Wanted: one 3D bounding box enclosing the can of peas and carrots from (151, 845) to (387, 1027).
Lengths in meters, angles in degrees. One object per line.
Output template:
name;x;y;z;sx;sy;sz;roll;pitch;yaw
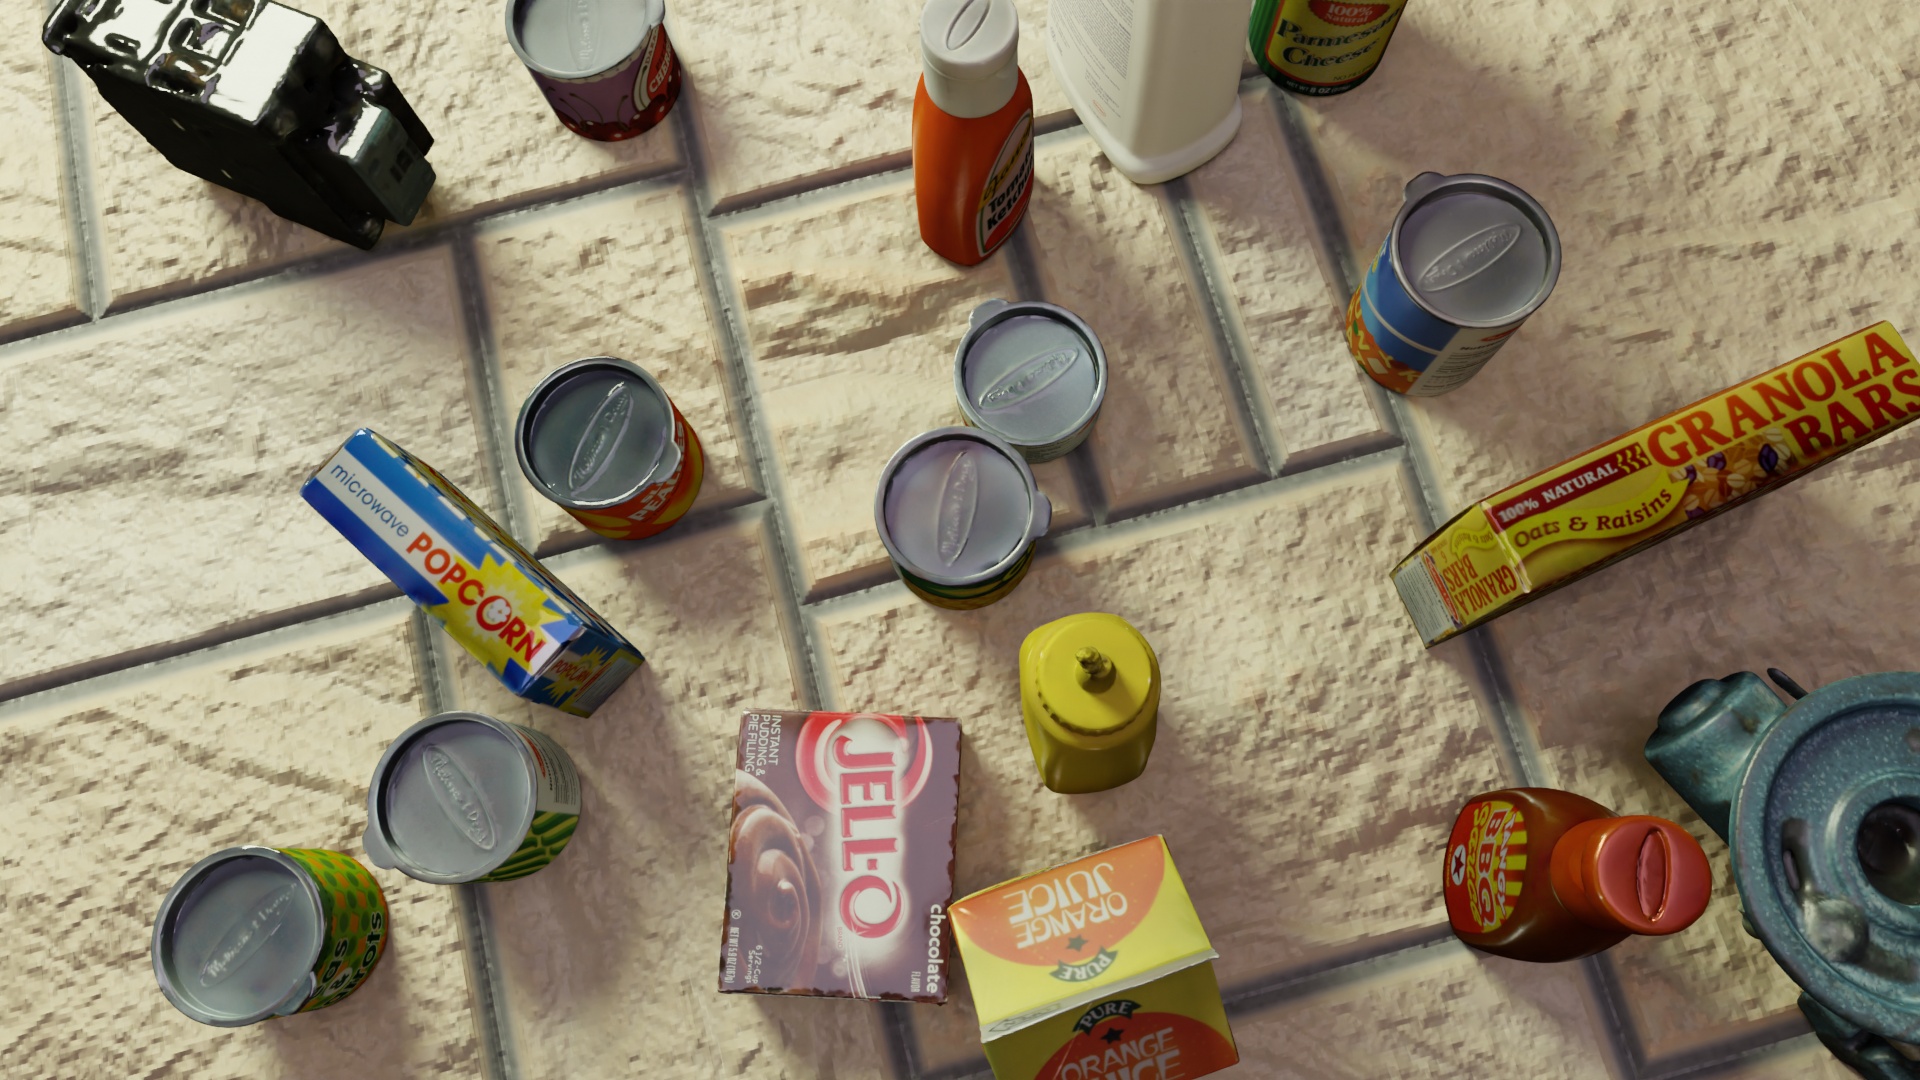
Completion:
can of peas and carrots;-0.268;0.156;0.549;0.071;0.058;0.071;0;76;2

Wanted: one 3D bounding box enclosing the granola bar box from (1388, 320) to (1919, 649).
granola bar box;0.262;-0.017;0.538;0.166;0.124;0.039;-24;77;-4

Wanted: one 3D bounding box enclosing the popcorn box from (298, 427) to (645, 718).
popcorn box;-0.196;0.015;0.567;0.127;0.085;0.038;40;81;10

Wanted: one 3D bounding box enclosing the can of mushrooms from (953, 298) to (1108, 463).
can of mushrooms;0.029;-0.070;0.607;0.071;0.033;0.071;0;76;2

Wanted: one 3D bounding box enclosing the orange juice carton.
orange juice carton;0.042;0.146;0.471;0.072;0.192;0.073;-18;77;-2

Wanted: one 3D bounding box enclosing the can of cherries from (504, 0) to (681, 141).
can of cherries;-0.165;-0.226;0.640;0.071;0.058;0.071;0;76;2

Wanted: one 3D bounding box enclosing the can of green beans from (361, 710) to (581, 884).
can of green beans;-0.194;0.104;0.559;0.071;0.057;0.071;0;76;2

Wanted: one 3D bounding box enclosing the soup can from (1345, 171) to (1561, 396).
soup can;0.202;-0.107;0.584;0.071;0.083;0.071;0;76;2

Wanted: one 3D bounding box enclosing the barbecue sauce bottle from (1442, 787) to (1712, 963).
barbecue sauce bottle;0.215;0.119;0.494;0.044;0.148;0.065;10;77;5

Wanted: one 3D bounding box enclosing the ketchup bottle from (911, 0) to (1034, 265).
ketchup bottle;0.005;-0.171;0.573;0.043;0.148;0.065;30;80;9

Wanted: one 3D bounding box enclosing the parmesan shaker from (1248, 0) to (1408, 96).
parmesan shaker;0.170;-0.250;0.610;0.071;0.103;0.071;0;77;2

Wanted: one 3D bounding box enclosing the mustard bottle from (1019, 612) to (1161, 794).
mustard bottle;0.047;0.057;0.510;0.049;0.160;0.065;-11;77;0

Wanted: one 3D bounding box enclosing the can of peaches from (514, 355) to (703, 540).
can of peaches;-0.146;-0.037;0.592;0.071;0.058;0.071;0;76;2

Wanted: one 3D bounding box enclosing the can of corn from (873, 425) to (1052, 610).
can of corn;0.002;-0.007;0.580;0.071;0.058;0.071;0;76;2
